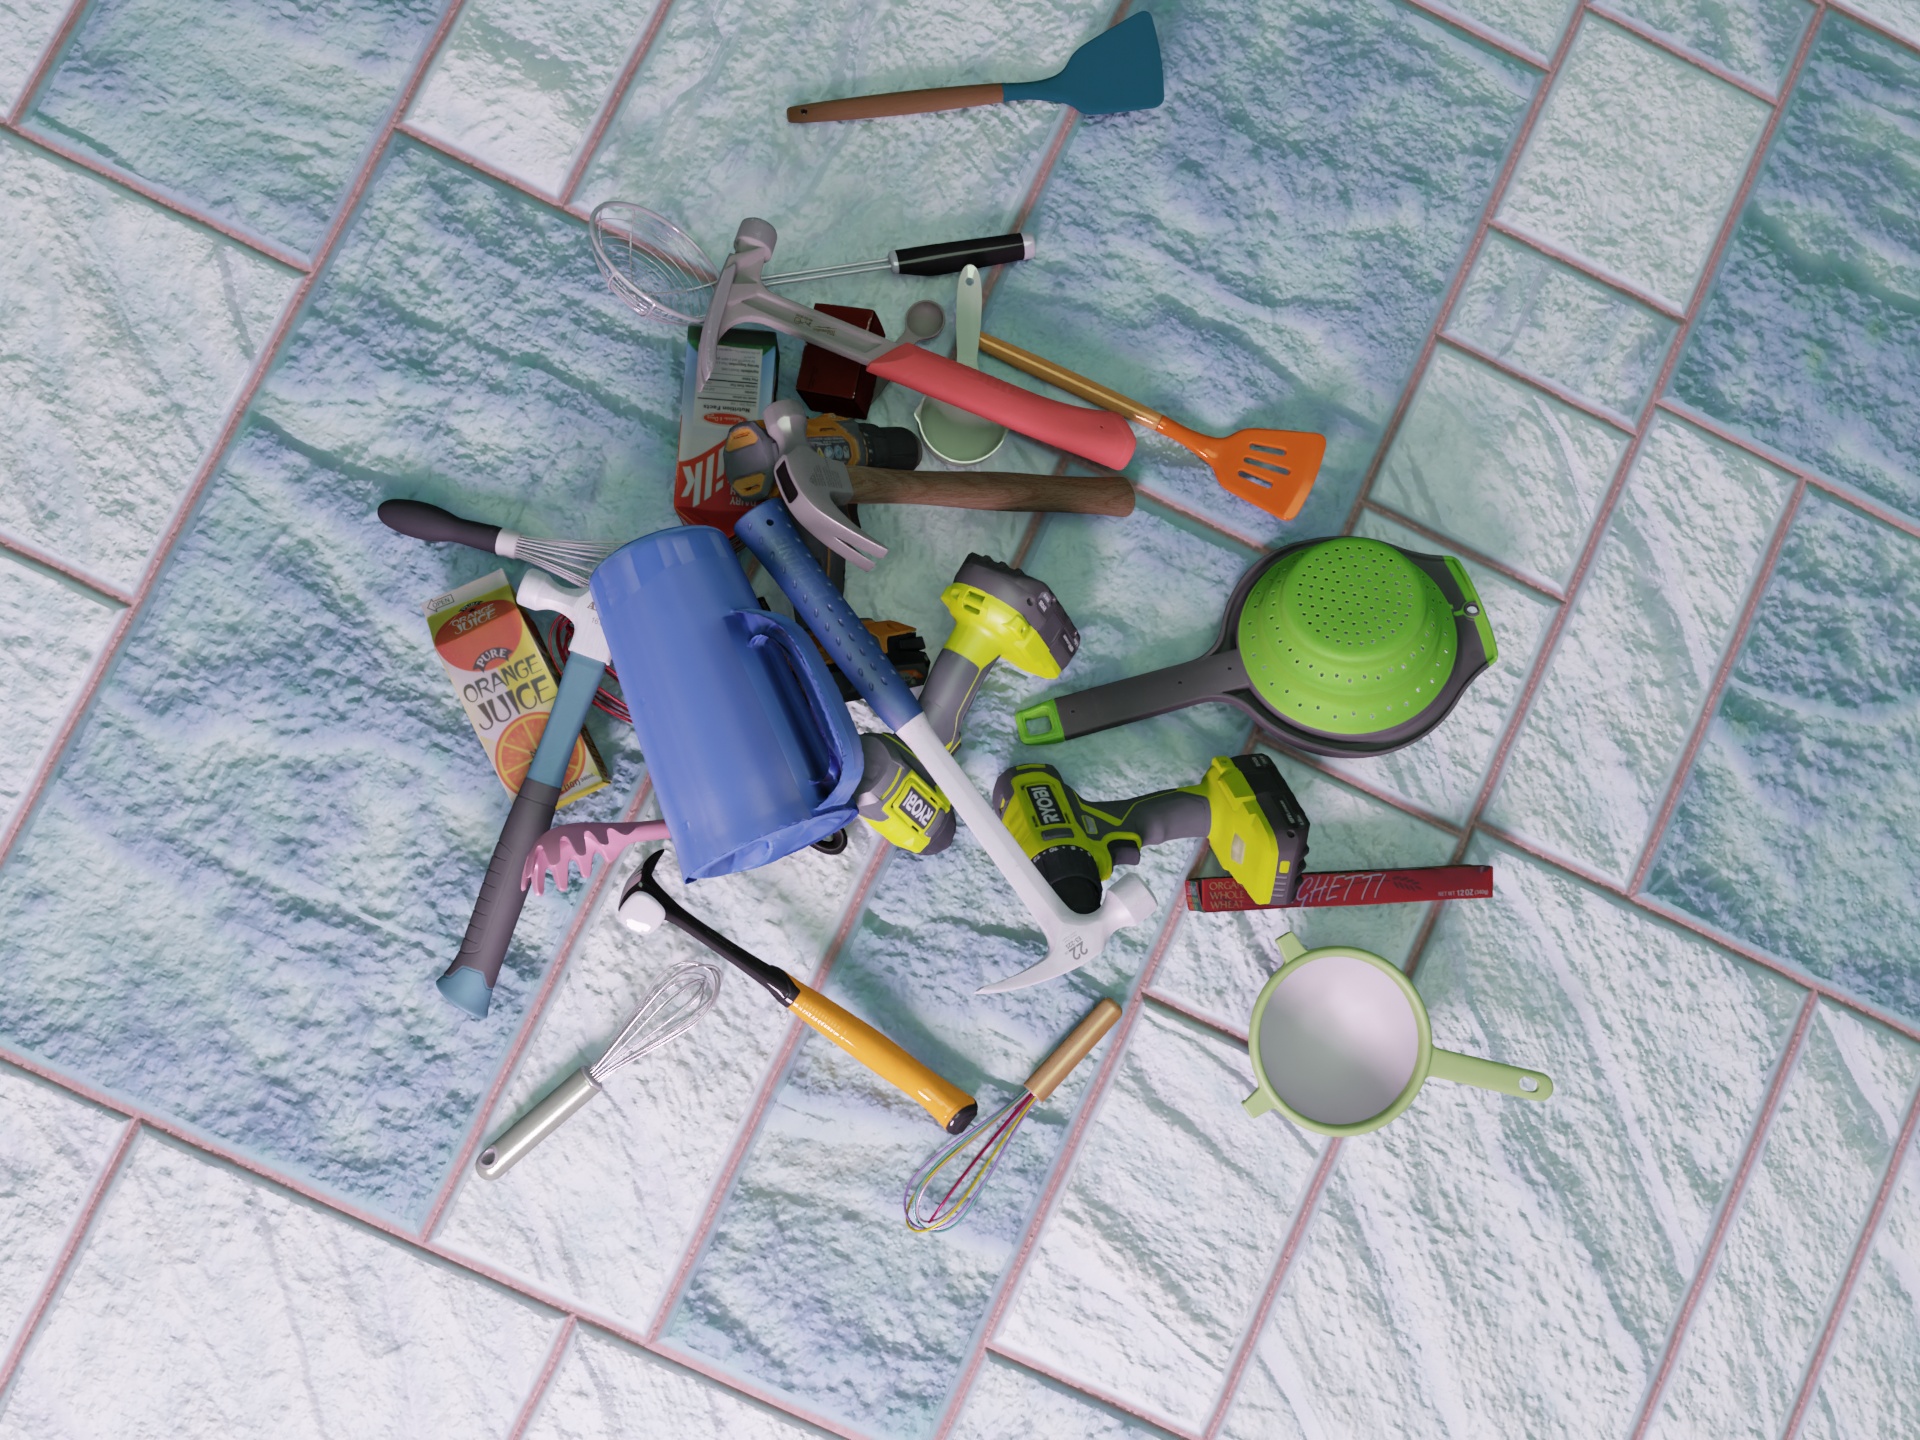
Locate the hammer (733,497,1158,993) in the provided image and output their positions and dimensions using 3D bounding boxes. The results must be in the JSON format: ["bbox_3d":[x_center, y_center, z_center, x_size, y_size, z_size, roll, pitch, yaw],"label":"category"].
[{"bbox_3d":[-0.035,0.013,1.145,0.144,0.035,0.405,-35,84,-13],"label":"hammer"}]

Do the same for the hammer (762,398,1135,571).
[{"bbox_3d":[0.007,-0.178,1.244,0.331,0.031,0.130,-3,66,-36],"label":"hammer"}]

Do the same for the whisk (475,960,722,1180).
[{"bbox_3d":[-0.286,0.278,1.260,0.246,0.059,0.058,-41,54,-3],"label":"whisk"}]

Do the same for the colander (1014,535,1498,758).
[{"bbox_3d":[0.234,-0.058,1.282,0.397,0.094,0.205,-15,65,2],"label":"colander"}]

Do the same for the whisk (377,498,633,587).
[{"bbox_3d":[-0.332,-0.135,1.282,0.284,0.070,0.070,15,85,1],"label":"whisk"}]

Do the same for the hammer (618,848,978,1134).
[{"bbox_3d":[-0.124,0.221,1.260,0.336,0.127,0.034,38,95,-12],"label":"hammer"}]

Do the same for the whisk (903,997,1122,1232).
[{"bbox_3d":[0.046,0.320,1.286,0.051,0.047,0.245,45,80,0],"label":"whisk"}]

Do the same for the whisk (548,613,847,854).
[{"bbox_3d":[-0.208,0.012,1.280,0.295,0.073,0.073,40,83,-8],"label":"whisk"}]

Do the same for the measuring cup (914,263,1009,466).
[{"bbox_3d":[0.003,-0.294,1.328,0.083,0.038,0.167,3,86,-6],"label":"measuring cup"}]

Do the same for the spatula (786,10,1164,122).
[{"bbox_3d":[0.011,-0.535,1.346,0.317,0.044,0.082,-9,90,-5],"label":"spatula"}]

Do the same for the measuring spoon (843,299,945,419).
[{"bbox_3d":[-0.057,-0.300,1.339,0.034,0.018,0.124,39,90,12],"label":"measuring spoon"}]

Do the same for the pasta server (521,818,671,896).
[{"bbox_3d":[-0.185,0.084,1.225,0.316,0.060,0.040,-7,63,-32],"label":"pasta server"}]

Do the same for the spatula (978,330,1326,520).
[{"bbox_3d":[0.147,-0.264,1.340,0.322,0.041,0.081,24,85,-2],"label":"spatula"}]

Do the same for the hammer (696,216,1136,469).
[{"bbox_3d":[-0.026,-0.268,1.263,0.359,0.036,0.149,19,68,-17],"label":"hammer"}]

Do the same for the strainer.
[{"bbox_3d":[0.353,0.271,1.304,0.256,0.069,0.151,14,82,-5],"label":"strainer"}]

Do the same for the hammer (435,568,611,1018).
[{"bbox_3d":[-0.321,0.060,1.201,0.128,0.033,0.331,19,84,-6],"label":"hammer"}]

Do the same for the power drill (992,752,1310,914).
[{"bbox_3d":[0.150,0.101,1.248,0.228,0.191,0.080,-5,124,-10],"label":"power drill"}]

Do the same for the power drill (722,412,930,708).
[{"bbox_3d":[-0.088,-0.132,1.269,0.185,0.084,0.226,-14,95,-46],"label":"power drill"}]

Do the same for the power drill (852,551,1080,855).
[{"bbox_3d":[-0.002,-0.004,1.255,0.080,0.171,0.223,26,79,30],"label":"power drill"}]

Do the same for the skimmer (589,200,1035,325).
[{"bbox_3d":[-0.114,-0.389,1.300,0.363,0.090,0.127,-10,55,-8],"label":"skimmer"}]
